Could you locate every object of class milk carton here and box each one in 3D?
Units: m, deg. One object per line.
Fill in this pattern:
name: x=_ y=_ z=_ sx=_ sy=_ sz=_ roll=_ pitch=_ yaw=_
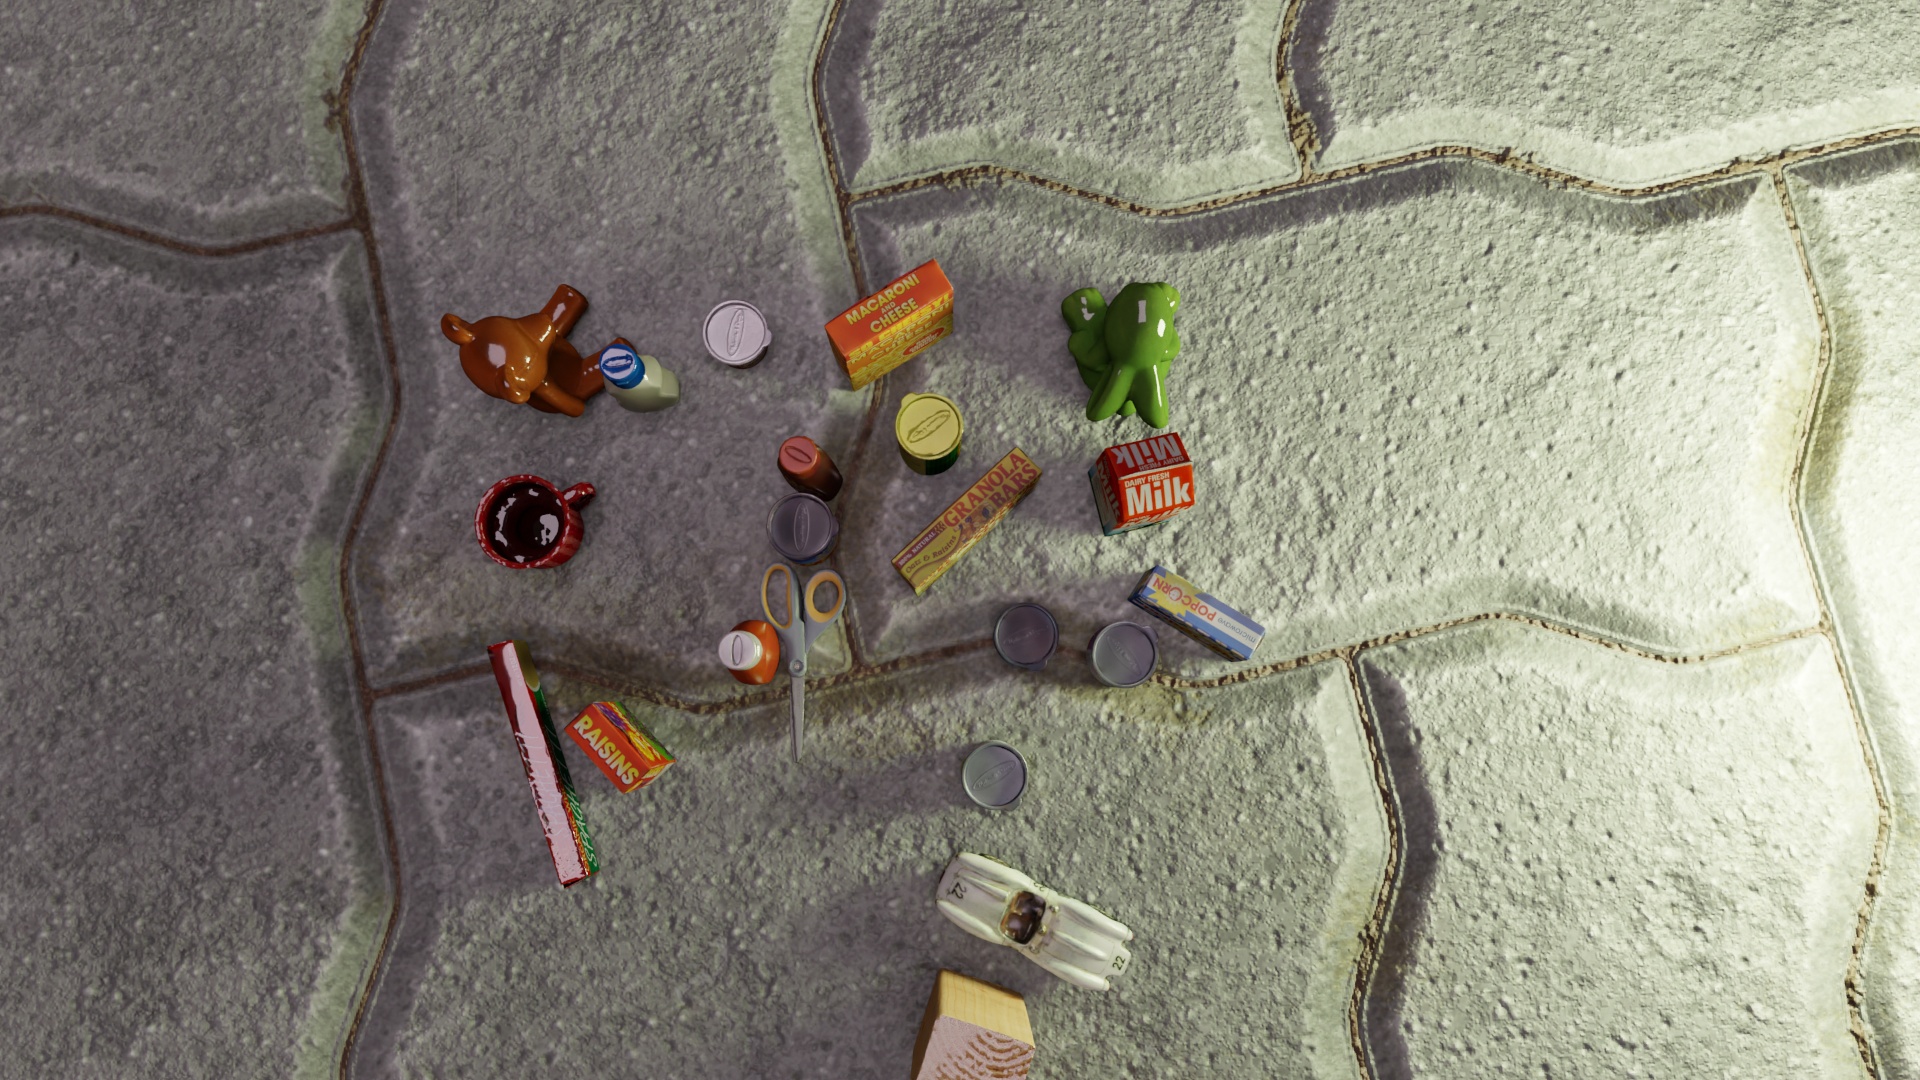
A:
milk carton: x=0.176 y=-0.055 z=1.347 sx=0.072 sy=0.190 sz=0.073 roll=-14 pitch=84 yaw=-2

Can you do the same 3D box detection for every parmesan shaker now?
parmesan shaker: x=-0.032 y=-0.108 z=1.394 sx=0.071 sy=0.103 sz=0.071 roll=0 pitch=84 yaw=-1

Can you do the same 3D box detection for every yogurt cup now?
yogurt cup: x=-0.228 y=-0.208 z=1.428 sx=0.072 sy=0.054 sz=0.072 roll=0 pitch=84 yaw=-1

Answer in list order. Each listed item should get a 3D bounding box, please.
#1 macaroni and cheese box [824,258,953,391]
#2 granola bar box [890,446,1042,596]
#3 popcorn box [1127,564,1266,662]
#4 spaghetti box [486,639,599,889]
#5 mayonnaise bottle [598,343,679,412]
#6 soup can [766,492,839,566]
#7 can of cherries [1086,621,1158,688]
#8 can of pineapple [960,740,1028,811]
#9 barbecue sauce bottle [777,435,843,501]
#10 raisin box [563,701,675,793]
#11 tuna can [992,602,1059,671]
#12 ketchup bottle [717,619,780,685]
macaroni and cheese box: x=-0.069 y=-0.210 z=1.373 sx=0.124 sy=0.166 sz=0.040 roll=-32 pitch=85 yaw=-4
granola bar box: x=0.005 y=-0.017 z=1.373 sx=0.166 sy=0.124 sz=0.039 roll=-43 pitch=86 yaw=-5
popcorn box: x=0.235 y=0.074 z=1.385 sx=0.127 sy=0.085 sz=0.038 roll=31 pitch=85 yaw=3
spaghetti box: x=-0.414 y=0.219 z=1.378 sx=0.029 sy=0.050 sz=0.250 roll=-19 pitch=84 yaw=-3
mayonnaise bottle: x=-0.321 y=-0.160 z=1.374 sx=0.065 sy=0.148 sz=0.041 roll=-9 pitch=84 yaw=-1
soup can: x=-0.154 y=-0.010 z=1.391 sx=0.071 sy=0.083 sz=0.071 roll=0 pitch=84 yaw=-1
can of cherries: x=0.164 y=0.114 z=1.393 sx=0.071 sy=0.058 sz=0.071 roll=0 pitch=84 yaw=-1
can of pineapple: x=0.033 y=0.234 z=1.378 sx=0.071 sy=0.058 sz=0.071 roll=0 pitch=84 yaw=-1
barbecue sauce bottle: x=-0.152 y=-0.073 z=1.366 sx=0.065 sy=0.148 sz=0.044 roll=29 pitch=85 yaw=2
raisin box: x=-0.327 y=0.199 z=1.345 sx=0.040 sy=0.123 sz=0.086 roll=-43 pitch=86 yaw=-4
tuna can: x=0.067 y=0.099 z=1.407 sx=0.071 sy=0.033 sz=0.071 roll=0 pitch=84 yaw=-1
ketchup bottle: x=-0.204 y=0.108 z=1.344 sx=0.043 sy=0.148 sz=0.065 roll=1 pitch=84 yaw=0
